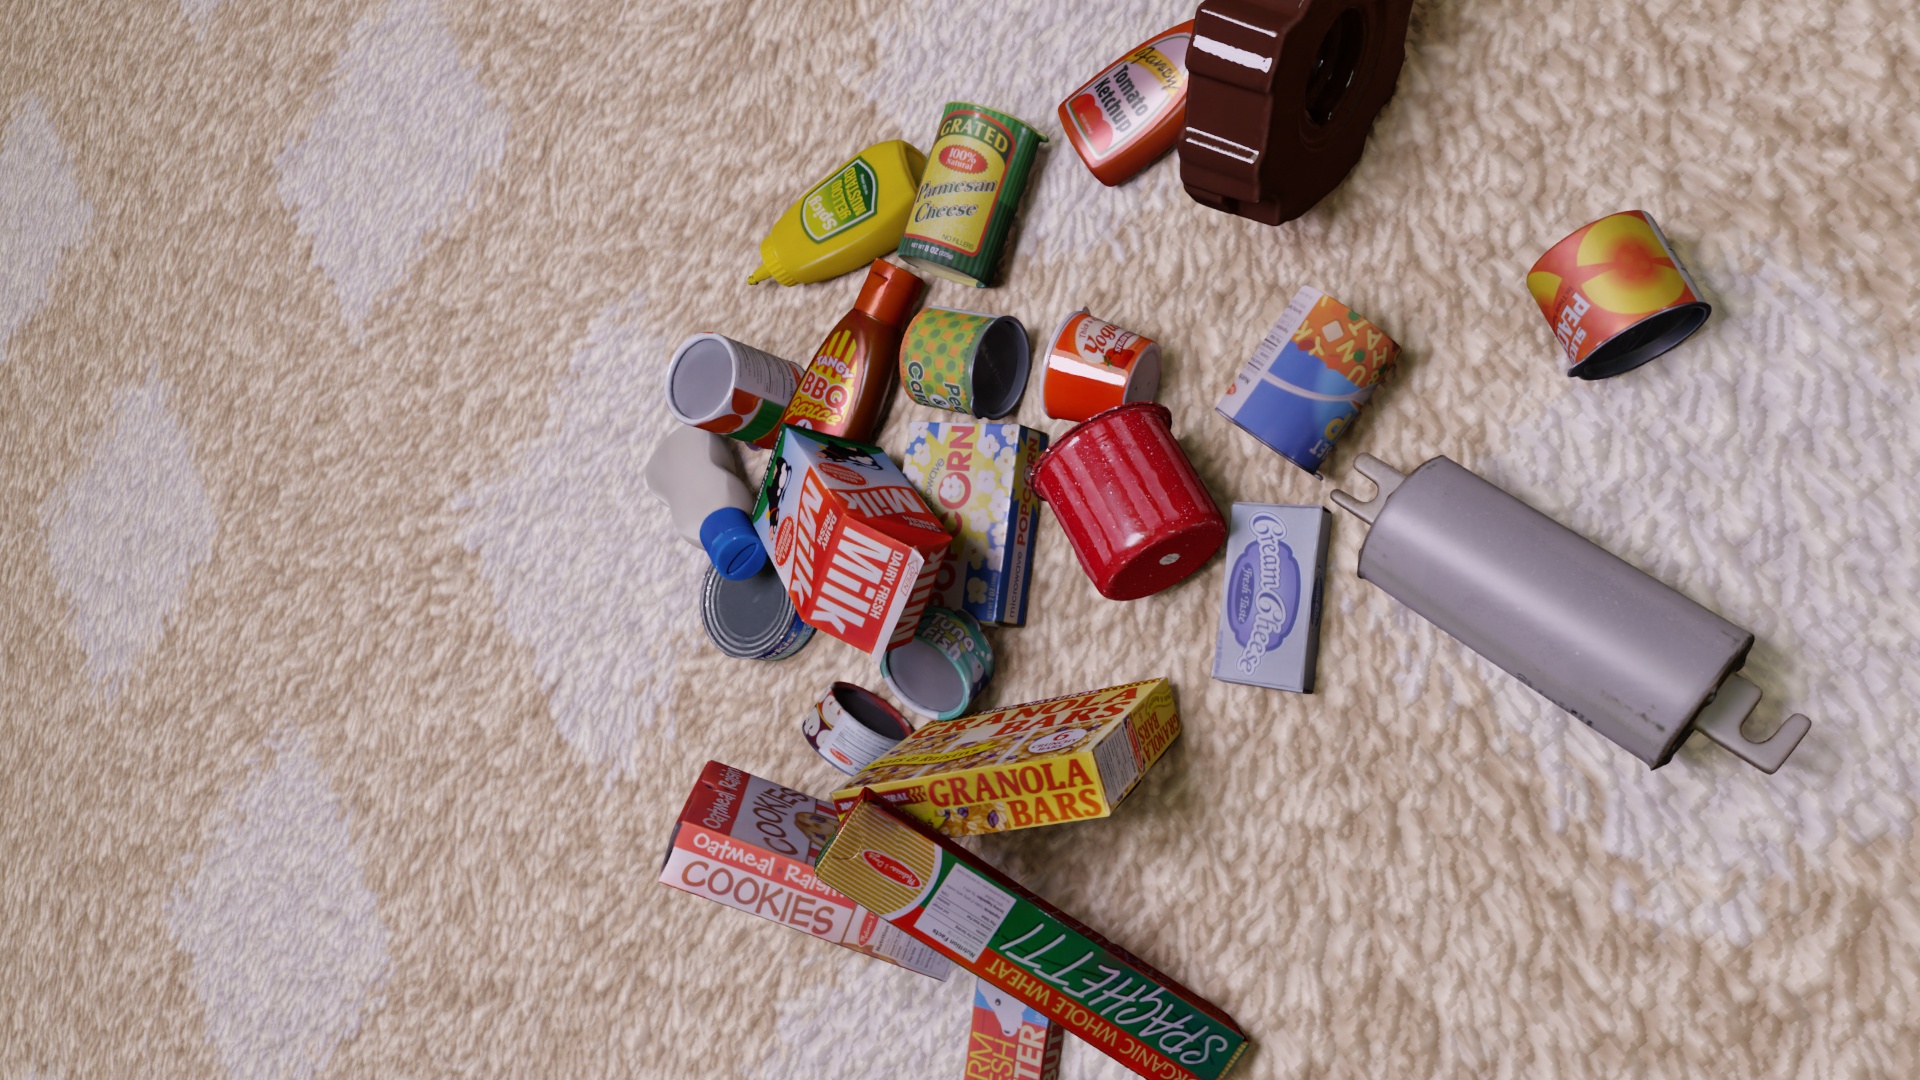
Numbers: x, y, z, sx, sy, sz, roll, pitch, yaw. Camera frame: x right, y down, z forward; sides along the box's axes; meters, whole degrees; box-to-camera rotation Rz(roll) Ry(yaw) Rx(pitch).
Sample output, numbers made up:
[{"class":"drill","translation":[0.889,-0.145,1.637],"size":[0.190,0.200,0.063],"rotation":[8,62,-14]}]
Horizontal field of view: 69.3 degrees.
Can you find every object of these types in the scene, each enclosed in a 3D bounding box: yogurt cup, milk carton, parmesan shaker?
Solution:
[{"class":"yogurt cup","translation":[0.085,-0.099,0.833],"size":[0.054,0.072,0.072],"rotation":[19,92,24]},{"class":"milk carton","translation":[-0.065,0.000,0.840],"size":[0.072,0.073,0.191],"rotation":[-68,28,18]},{"class":"parmesan shaker","translation":[0.008,-0.222,0.900],"size":[0.071,0.071,0.103],"rotation":[20,93,32]}]

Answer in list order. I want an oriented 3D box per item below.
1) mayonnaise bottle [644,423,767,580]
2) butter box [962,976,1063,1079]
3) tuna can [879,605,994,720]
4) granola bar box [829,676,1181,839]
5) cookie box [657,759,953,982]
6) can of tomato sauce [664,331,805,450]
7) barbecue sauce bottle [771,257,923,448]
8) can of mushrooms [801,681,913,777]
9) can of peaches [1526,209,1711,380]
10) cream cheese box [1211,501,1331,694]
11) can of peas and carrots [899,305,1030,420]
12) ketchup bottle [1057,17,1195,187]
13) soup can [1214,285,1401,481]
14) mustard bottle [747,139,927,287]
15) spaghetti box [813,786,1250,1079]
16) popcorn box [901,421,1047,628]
[{"class":"mayonnaise bottle","translation":[-0.174,-0.026,0.963],"size":[0.064,0.041,0.148],"rotation":[-46,42,6]},{"class":"butter box","translation":[0.032,0.296,0.819],"size":[0.053,0.024,0.103],"rotation":[5,84,32]},{"class":"tuna can","translation":[-0.014,0.074,0.855],"size":[0.071,0.033,0.070],"rotation":[18,128,24]},{"class":"granola bar box","translation":[0.028,0.127,0.790],"size":[0.165,0.124,0.039],"rotation":[-15,96,29]},{"class":"cookie box","translation":[-0.082,0.186,0.805],"size":[0.167,0.123,0.040],"rotation":[21,94,-5]},{"class":"can of tomato sauce","translation":[-0.155,-0.102,0.967],"size":[0.071,0.083,0.071],"rotation":[-6,79,31]},{"class":"barbecue sauce bottle","translation":[-0.072,-0.117,0.943],"size":[0.065,0.043,0.148],"rotation":[30,97,34]},{"class":"can of mushrooms","translation":[-0.065,0.121,0.886],"size":[0.071,0.071,0.033],"rotation":[40,104,30]},{"class":"can of peaches","translation":[0.322,-0.120,0.688],"size":[0.071,0.071,0.058],"rotation":[-30,67,24]},{"class":"cream cheese box","translation":[0.174,0.031,0.778],"size":[0.053,0.024,0.104],"rotation":[5,84,31]},{"class":"can of peas and carrots","translation":[0.002,-0.111,0.882],"size":[0.059,0.071,0.071],"rotation":[15,90,33]},{"class":"ketchup bottle","translation":[0.134,-0.283,0.846],"size":[0.148,0.043,0.065],"rotation":[-33,66,22]},{"class":"soup can","translation":[0.193,-0.086,0.764],"size":[0.071,0.071,0.083],"rotation":[41,103,30]},{"class":"mustard bottle","translation":[-0.090,-0.215,0.967],"size":[0.160,0.049,0.065],"rotation":[-27,67,25]},{"class":"spaghetti box","translation":[0.039,0.218,0.739],"size":[0.250,0.029,0.050],"rotation":[34,92,-8]},{"class":"popcorn box","translation":[0.003,-0.011,0.881],"size":[0.085,0.038,0.126],"rotation":[5,84,33]}]
